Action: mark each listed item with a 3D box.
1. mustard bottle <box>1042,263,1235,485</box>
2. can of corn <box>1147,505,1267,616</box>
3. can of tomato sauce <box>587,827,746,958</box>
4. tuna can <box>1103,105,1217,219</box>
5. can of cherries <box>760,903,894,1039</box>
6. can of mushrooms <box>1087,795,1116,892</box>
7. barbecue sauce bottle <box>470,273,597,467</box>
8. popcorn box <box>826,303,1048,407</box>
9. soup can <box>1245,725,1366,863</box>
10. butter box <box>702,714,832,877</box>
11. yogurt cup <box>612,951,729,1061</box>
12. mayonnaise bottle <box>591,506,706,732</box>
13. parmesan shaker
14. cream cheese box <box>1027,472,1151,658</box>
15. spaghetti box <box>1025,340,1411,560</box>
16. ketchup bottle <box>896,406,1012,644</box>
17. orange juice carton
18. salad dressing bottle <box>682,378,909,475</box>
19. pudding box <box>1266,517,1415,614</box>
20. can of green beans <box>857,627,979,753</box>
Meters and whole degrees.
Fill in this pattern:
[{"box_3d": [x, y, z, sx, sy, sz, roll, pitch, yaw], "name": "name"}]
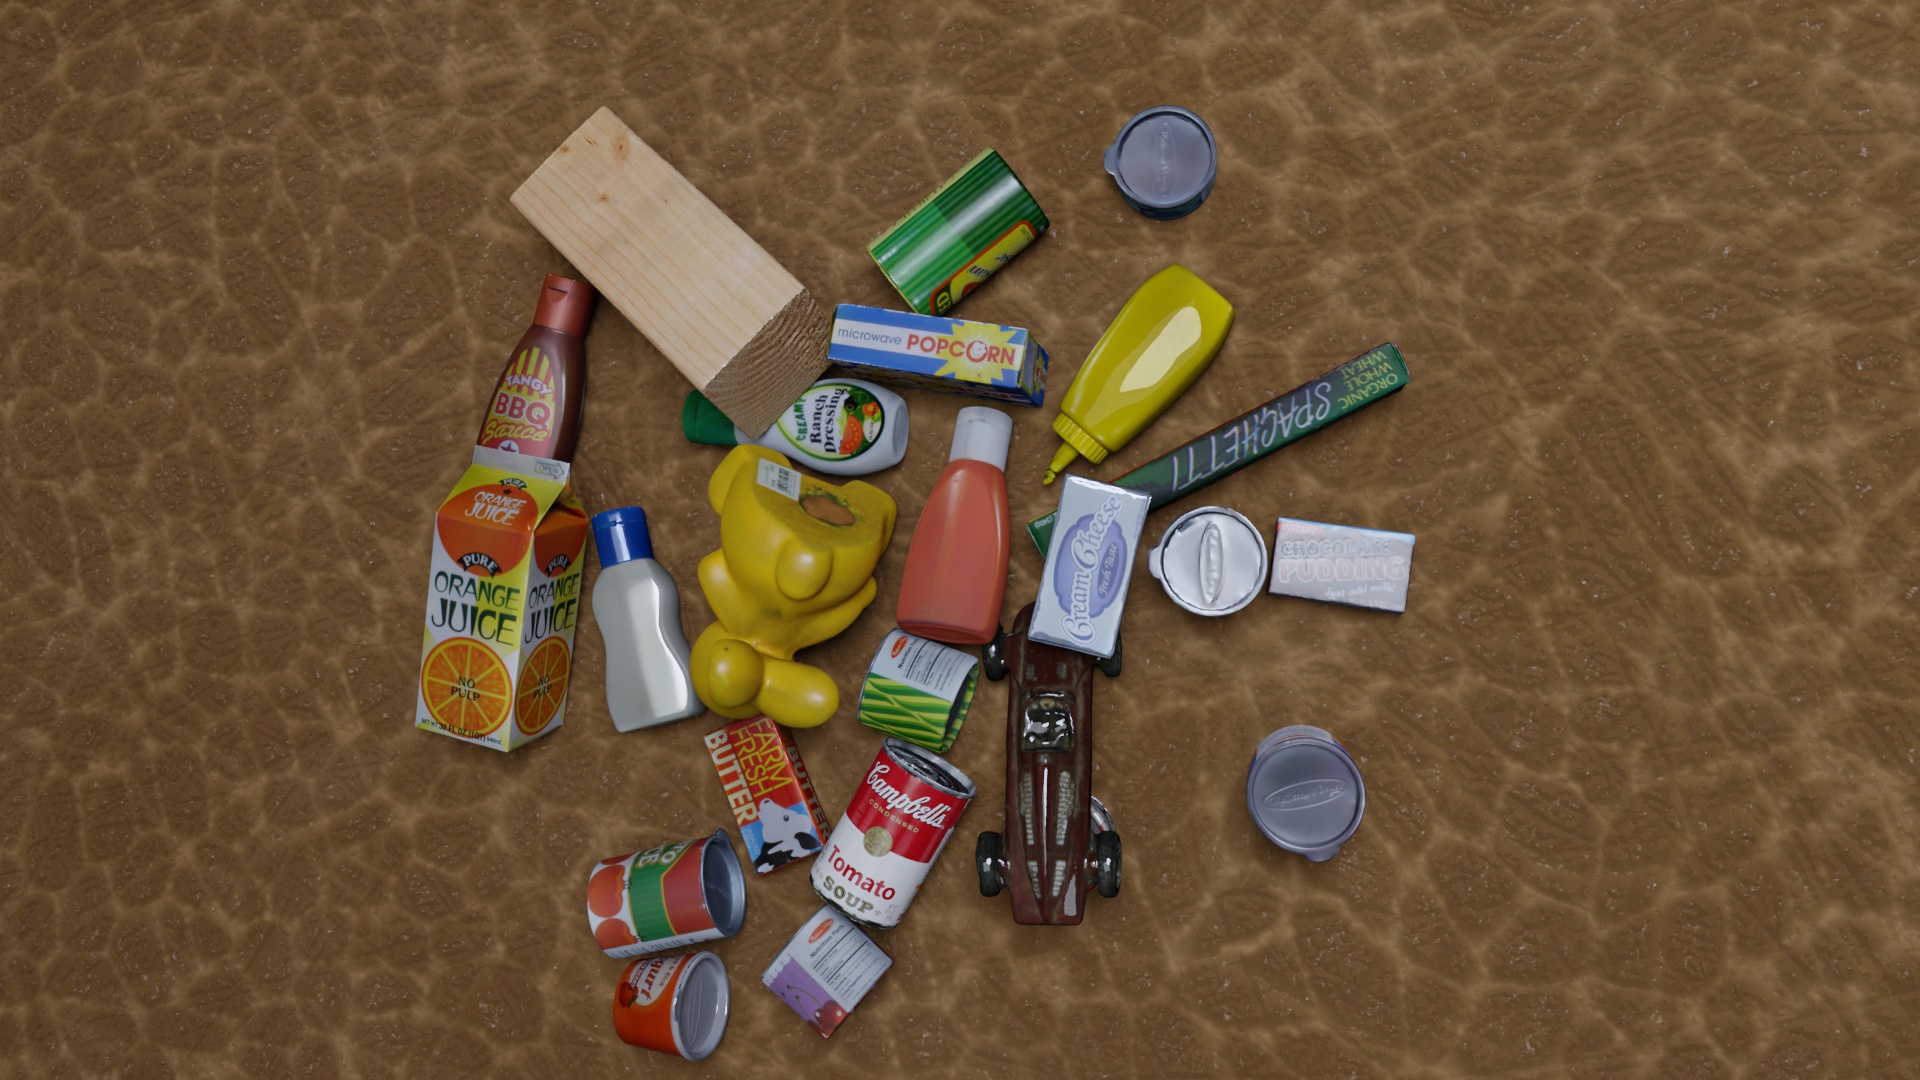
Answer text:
[{"box_3d": [0.103, -0.098, 0.880, 0.065, 0.049, 0.160, 42, 96, 11], "name": "mustard bottle"}, {"box_3d": [0.153, 0.013, 0.858, 0.071, 0.058, 0.071, -1, 87, 12], "name": "can of corn"}, {"box_3d": [-0.193, 0.233, 0.915, 0.083, 0.071, 0.071, -15, 84, 12], "name": "can of tomato sauce"}, {"box_3d": [0.129, -0.241, 0.890, 0.071, 0.033, 0.071, -1, 87, 12], "name": "tuna can"}, {"box_3d": [-0.085, 0.276, 0.892, 0.058, 0.071, 0.071, 40, 96, 10], "name": "can of cherries"}, {"box_3d": [0.067, 0.193, 0.879, 0.071, 0.033, 0.071, -1, 86, 12], "name": "can of mushrooms"}, {"box_3d": [-0.290, -0.110, 0.967, 0.065, 0.043, 0.148, 16, 90, 12], "name": "barbecue sauce bottle"}, {"box_3d": [-0.013, -0.117, 0.887, 0.127, 0.085, 0.038, 10, 89, 13], "name": "popcorn box"}, {"box_3d": [0.205, 0.149, 0.826, 0.071, 0.084, 0.071, -1, 87, 12], "name": "soup can"}, {"box_3d": [-0.128, 0.166, 0.926, 0.053, 0.024, 0.103, -24, 82, 10], "name": "butter box"}, {"box_3d": [-0.191, 0.304, 0.913, 0.054, 0.072, 0.072, -4, 86, 20], "name": "yogurt cup"}, {"box_3d": [-0.218, 0.052, 0.944, 0.065, 0.041, 0.148, -15, 83, 11], "name": "mayonnaise bottle"}, {"box_3d": [-0.001, -0.196, 0.896, 0.103, 0.071, 0.071, -38, 80, 8], "name": "parmesan shaker"}, {"box_3d": [0.078, 0.015, 0.841, 0.053, 0.024, 0.103, 14, 95, 9], "name": "cream cheese box"}, {"box_3d": [0.159, -0.053, 0.865, 0.250, 0.050, 0.028, -27, 84, 9], "name": "spaghetti box"}, {"box_3d": [0.003, -0.011, 0.882, 0.065, 0.043, 0.149, 6, 73, 15], "name": "ketchup bottle"}, {"box_3d": [-0.304, 0.035, 0.929, 0.072, 0.073, 0.192, 12, 101, 12], "name": "orange juice carton"}, {"box_3d": [-0.111, -0.078, 0.926, 0.148, 0.044, 0.064, 5, 82, 12], "name": "salad dressing bottle"}, {"box_3d": [0.234, 0.015, 0.855, 0.084, 0.030, 0.049, 9, 88, 12], "name": "pudding box"}, {"box_3d": [-0.026, 0.096, 0.887, 0.058, 0.071, 0.071, 19, 91, 12], "name": "can of green beans"}]
